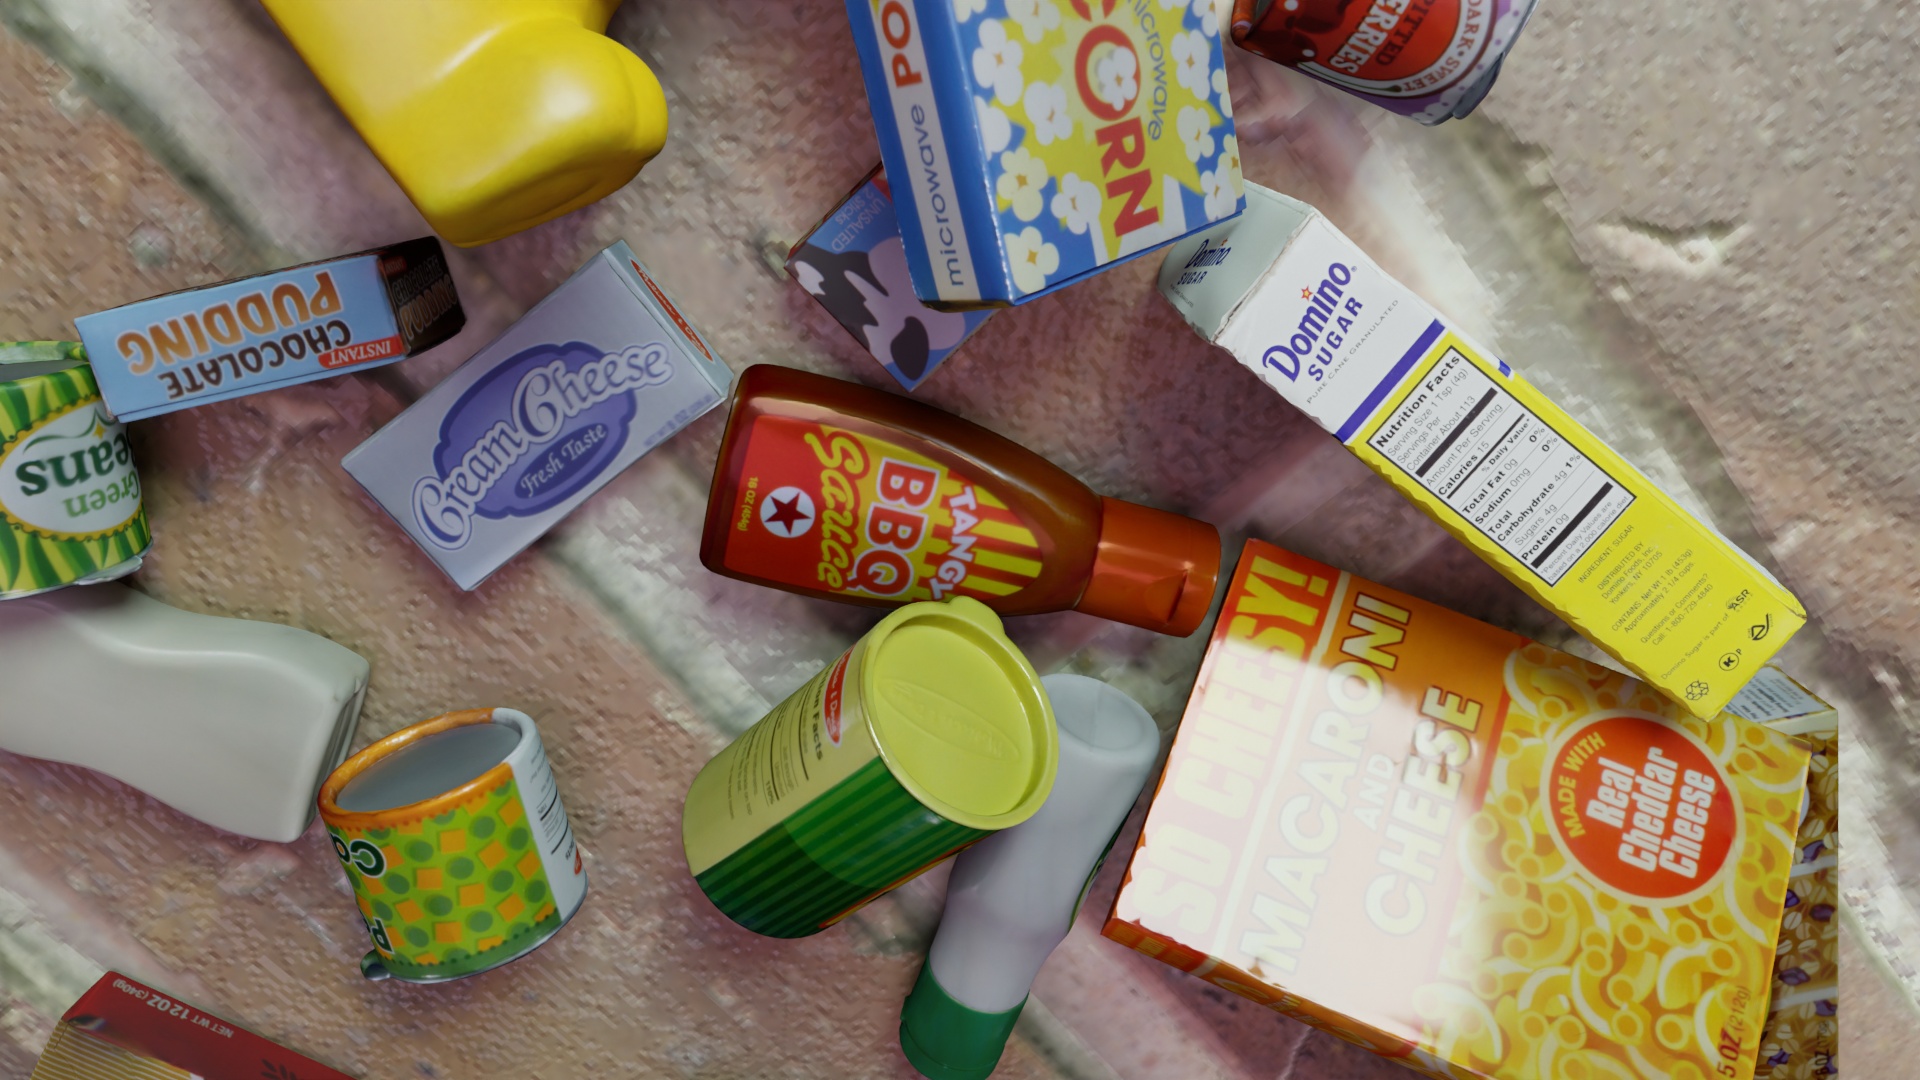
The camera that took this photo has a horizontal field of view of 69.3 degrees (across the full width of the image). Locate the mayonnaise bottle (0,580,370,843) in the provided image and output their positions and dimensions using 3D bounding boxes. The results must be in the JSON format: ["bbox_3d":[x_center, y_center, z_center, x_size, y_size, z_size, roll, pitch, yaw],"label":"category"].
[{"bbox_3d":[-0.262,0.040,0.421,0.148,0.041,0.064,21,106,-8],"label":"mayonnaise bottle"}]

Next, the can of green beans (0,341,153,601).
[{"bbox_3d":[-0.266,-0.021,0.385,0.071,0.071,0.057,-1,110,-2],"label":"can of green beans"}]

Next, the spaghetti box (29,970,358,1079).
[{"bbox_3d":[-0.202,0.232,0.498,0.250,0.029,0.050,30,106,-12],"label":"spaghetti box"}]

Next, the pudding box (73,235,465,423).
[{"bbox_3d":[-0.187,-0.059,0.382,0.084,0.050,0.030,-12,109,2],"label":"pudding box"}]

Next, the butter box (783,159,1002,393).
[{"bbox_3d":[0.005,-0.096,0.391,0.103,0.024,0.053,-42,107,12],"label":"butter box"}]

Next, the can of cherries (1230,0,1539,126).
[{"bbox_3d":[0.108,-0.146,0.352,0.058,0.072,0.071,19,108,-9],"label":"can of cherries"}]

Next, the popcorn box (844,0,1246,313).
[{"bbox_3d":[0.018,-0.126,0.324,0.085,0.038,0.126,-27,113,-33],"label":"popcorn box"}]

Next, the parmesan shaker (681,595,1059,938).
[{"bbox_3d":[-0.028,0.068,0.409,0.071,0.072,0.102,38,132,-14],"label":"parmesan shaker"}]

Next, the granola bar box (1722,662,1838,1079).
[{"bbox_3d":[0.227,0.132,0.474,0.124,0.039,0.165,-12,110,3],"label":"granola bar box"}]

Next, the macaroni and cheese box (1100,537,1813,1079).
[{"bbox_3d":[0.139,0.086,0.397,0.166,0.040,0.124,21,69,9],"label":"macaroni and cheese box"}]

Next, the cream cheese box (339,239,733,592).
[{"bbox_3d":[-0.123,-0.035,0.407,0.103,0.024,0.053,-35,107,10],"label":"cream cheese box"}]

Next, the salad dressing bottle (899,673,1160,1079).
[{"bbox_3d":[0.018,0.114,0.450,0.044,0.064,0.147,20,116,-1],"label":"salad dressing bottle"}]

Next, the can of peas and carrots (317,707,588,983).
[{"bbox_3d":[-0.158,0.093,0.428,0.071,0.071,0.058,-11,109,2],"label":"can of peas and carrots"}]

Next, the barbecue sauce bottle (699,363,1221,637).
[{"bbox_3d":[0.001,-0.005,0.413,0.149,0.044,0.064,14,114,-7],"label":"barbecue sauce bottle"}]
